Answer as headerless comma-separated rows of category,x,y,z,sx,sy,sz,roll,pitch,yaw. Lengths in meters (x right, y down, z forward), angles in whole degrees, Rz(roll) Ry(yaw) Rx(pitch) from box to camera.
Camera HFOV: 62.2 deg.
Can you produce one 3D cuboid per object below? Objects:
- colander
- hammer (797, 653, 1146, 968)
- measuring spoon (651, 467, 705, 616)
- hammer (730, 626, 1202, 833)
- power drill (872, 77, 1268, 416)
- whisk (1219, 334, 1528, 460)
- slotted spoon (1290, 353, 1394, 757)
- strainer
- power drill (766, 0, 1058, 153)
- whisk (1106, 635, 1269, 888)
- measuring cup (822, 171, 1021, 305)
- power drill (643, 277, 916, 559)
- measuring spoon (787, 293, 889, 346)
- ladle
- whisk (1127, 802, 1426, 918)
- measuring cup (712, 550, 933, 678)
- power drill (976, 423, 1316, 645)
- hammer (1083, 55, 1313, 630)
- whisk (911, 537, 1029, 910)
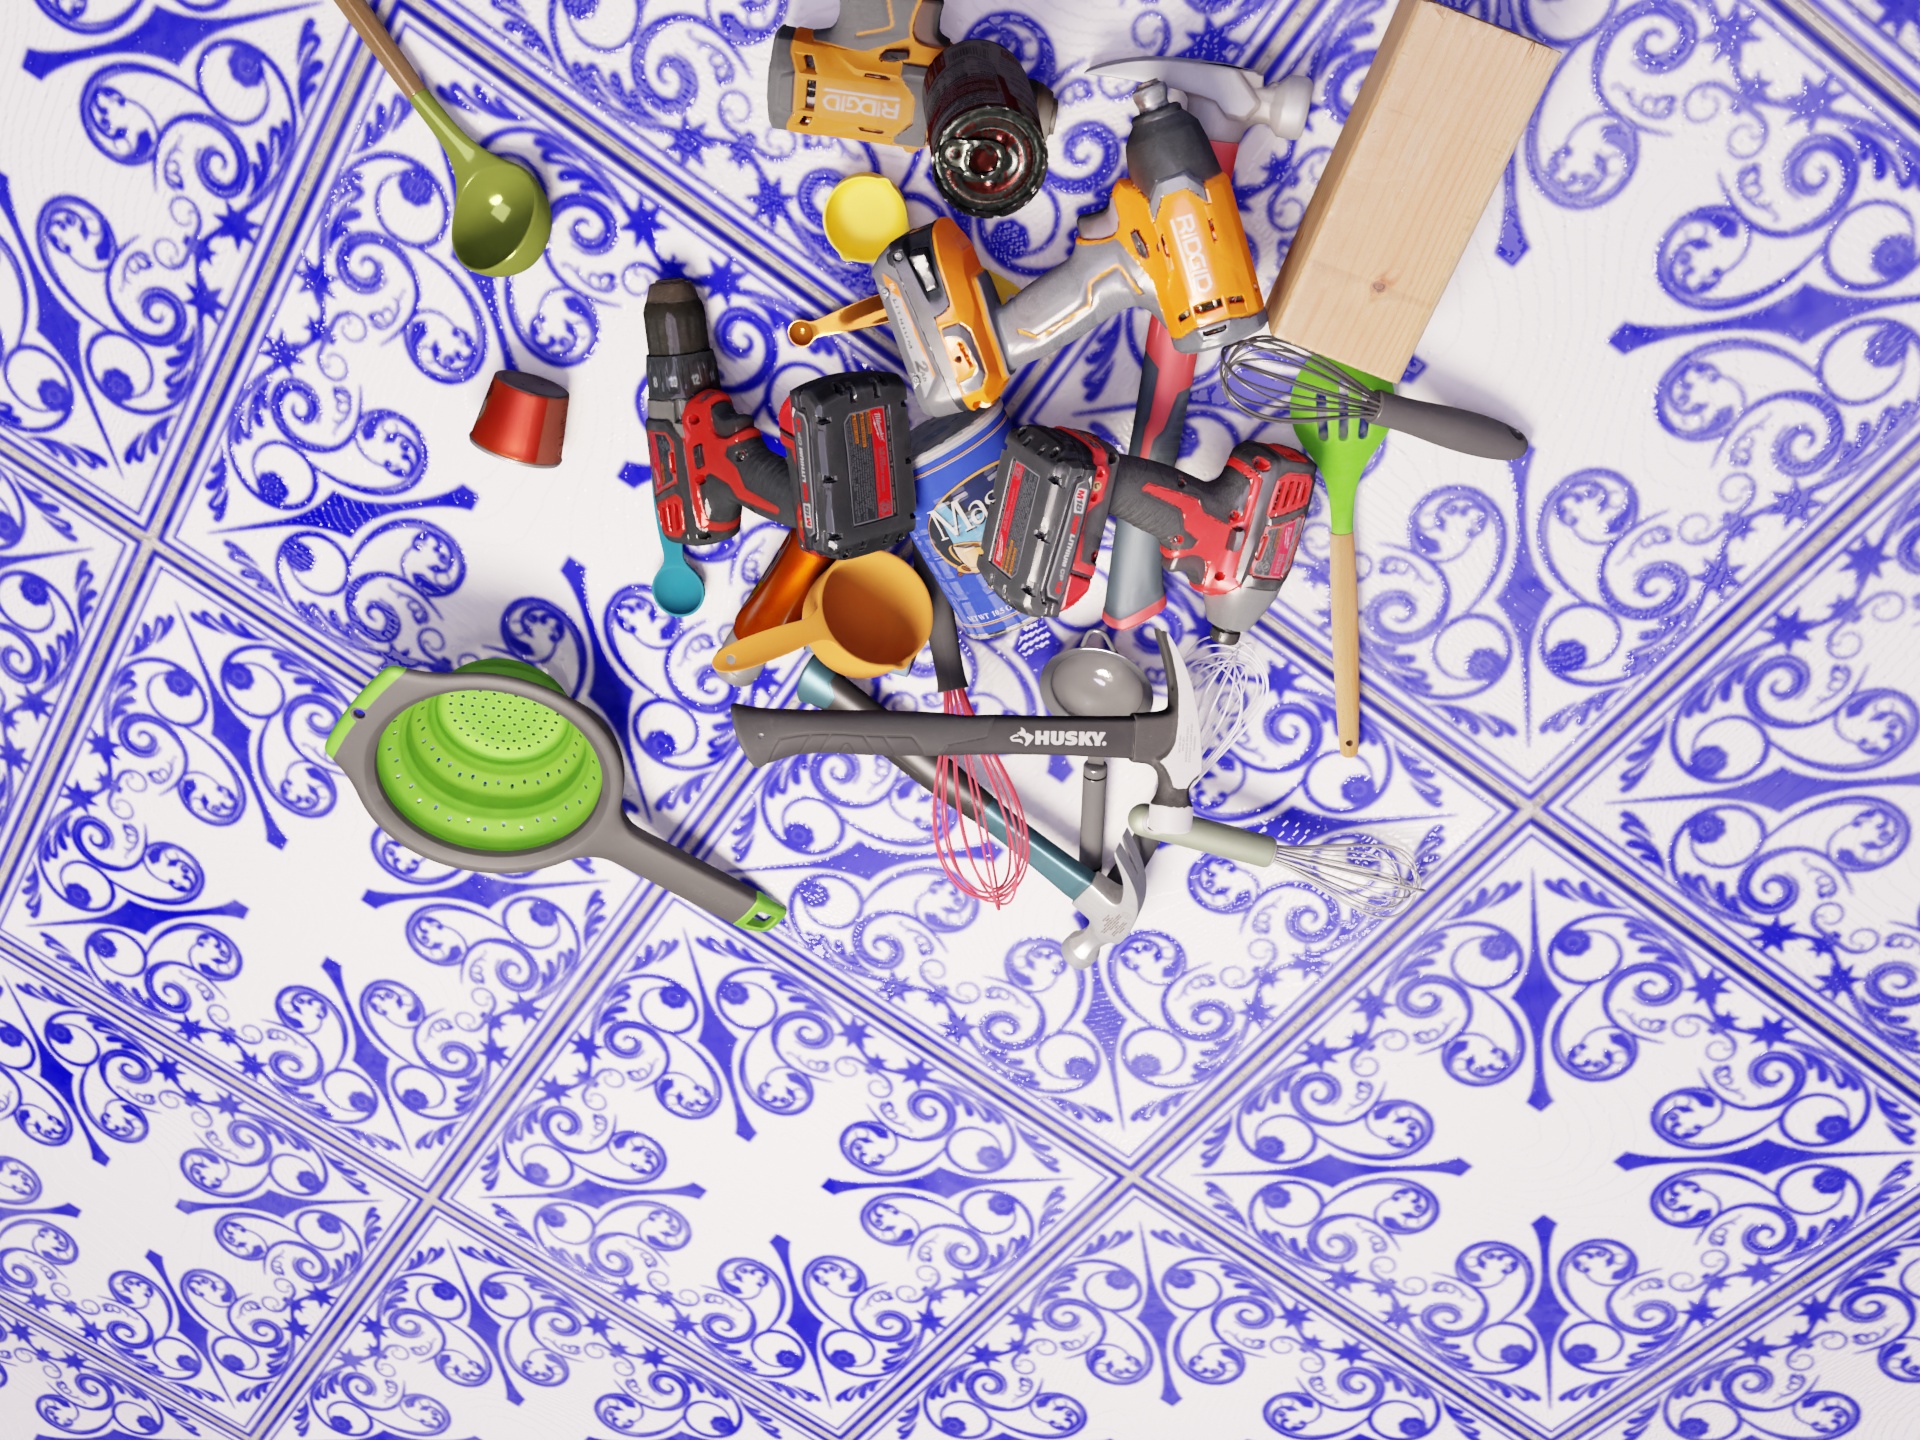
colander,-0.307,0.058,1.299,0.396,0.095,0.204,33,119,-28
hammer,0.007,0.062,1.248,0.331,0.033,0.128,38,130,-4
measuring spoon,-0.218,-0.143,1.213,0.042,0.021,0.128,0,108,11
hammer,0.007,0.004,1.121,0.334,0.035,0.146,1,99,-8
power drill,0.065,-0.295,1.011,0.226,0.084,0.164,-13,111,19
whisk,0.274,-0.205,1.044,0.239,0.055,0.055,10,120,-19
slotted spoon,0.275,-0.111,1.135,0.070,0.031,0.313,-3,118,11
strainer,0.104,0.030,1.230,0.087,0.050,0.258,8,124,13
power drill,-0.019,-0.460,0.968,0.185,0.084,0.226,8,129,-3
whisk,0.163,0.055,1.225,0.070,0.070,0.284,20,123,-1
measuring cup,-0.021,-0.320,1.084,0.156,0.029,0.062,25,118,-17
power drill,-0.139,-0.205,1.086,0.227,0.080,0.187,15,117,43
measuring spoon,-0.066,-0.286,1.115,0.117,0.011,0.021,-14,114,12
ladle,-0.385,-0.442,1.063,0.078,0.062,0.320,-30,106,20
whisk,0.242,0.102,1.213,0.246,0.059,0.058,15,90,-11
measuring cup,-0.104,-0.060,1.121,0.052,0.173,0.095,-29,84,61
power drill,0.130,-0.121,1.066,0.219,0.079,0.143,1,115,-27
hammer,0.127,-0.244,1.085,0.143,0.038,0.386,11,118,6
whisk,-0.002,-0.004,1.176,0.073,0.073,0.296,-11,91,15
